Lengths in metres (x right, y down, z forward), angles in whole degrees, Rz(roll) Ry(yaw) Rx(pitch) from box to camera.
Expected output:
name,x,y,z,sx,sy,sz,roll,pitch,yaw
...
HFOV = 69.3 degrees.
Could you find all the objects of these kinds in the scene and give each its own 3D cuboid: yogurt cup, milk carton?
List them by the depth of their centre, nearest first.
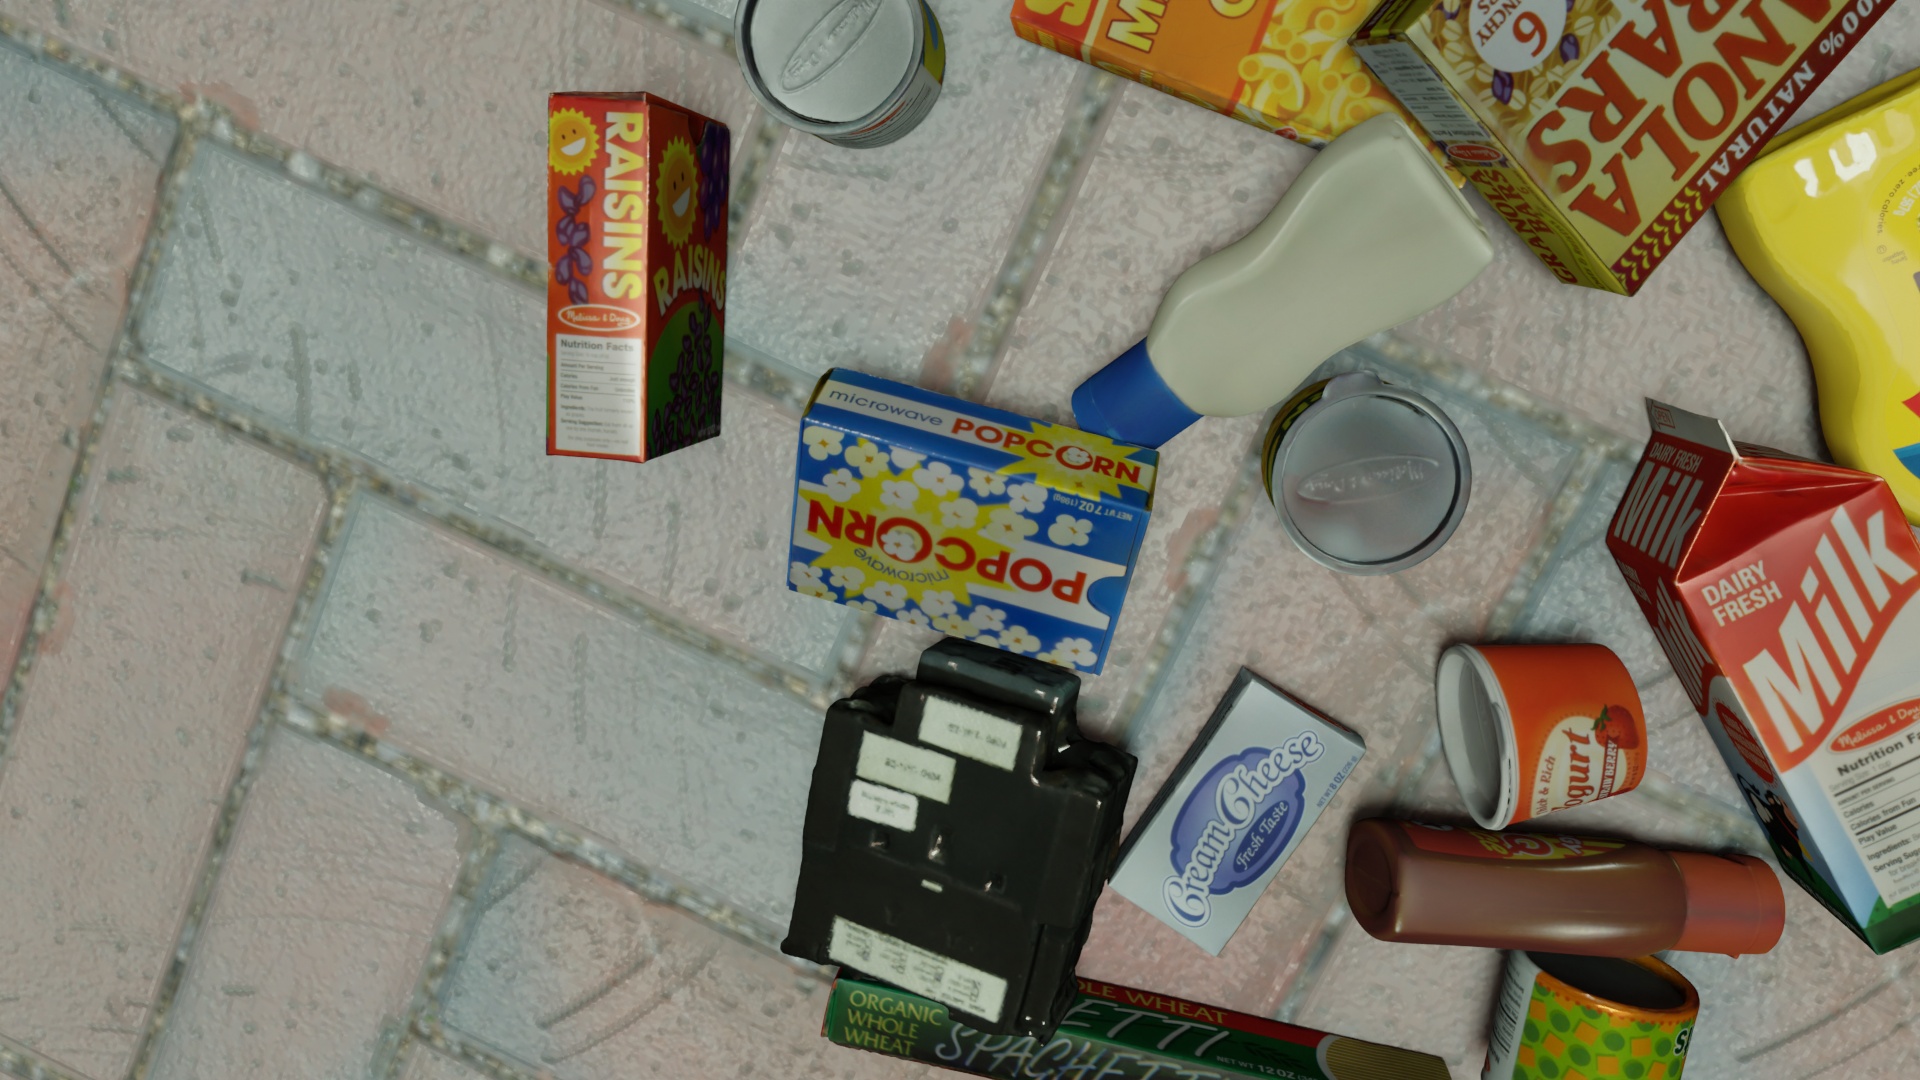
name,x,y,z,sx,sy,sz,roll,pitch,yaw
milk carton,0.294,0.036,0.484,0.073,0.072,0.190,-30,96,11
yogurt cup,0.211,0.068,0.505,0.054,0.072,0.072,-8,99,1

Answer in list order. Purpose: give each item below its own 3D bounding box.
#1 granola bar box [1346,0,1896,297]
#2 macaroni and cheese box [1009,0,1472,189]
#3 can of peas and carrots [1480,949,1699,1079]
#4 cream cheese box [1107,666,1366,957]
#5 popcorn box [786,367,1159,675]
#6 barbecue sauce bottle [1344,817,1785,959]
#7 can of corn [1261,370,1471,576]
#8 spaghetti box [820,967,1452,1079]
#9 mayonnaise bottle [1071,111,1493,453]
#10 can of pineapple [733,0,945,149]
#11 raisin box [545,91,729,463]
name,x,y,z,sx,sy,sz,roll,pitch,yaw
granola bar box,0.225,-0.181,0.442,0.124,0.039,0.165,39,95,-21
macaroni and cheese box,0.116,-0.208,0.481,0.166,0.040,0.123,21,101,3
can of peas and carrots,0.237,0.186,0.520,0.071,0.071,0.058,9,100,6
cream cheese box,0.106,0.106,0.544,0.053,0.024,0.103,32,102,2
popcorn box,0.002,-0.006,0.513,0.127,0.038,0.084,15,130,4
barbecue sauce bottle,0.224,0.131,0.516,0.149,0.065,0.043,5,89,-2
can of corn,0.143,-0.028,0.499,0.071,0.058,0.071,1,100,7
spaghetti box,0.070,0.203,0.552,0.250,0.050,0.028,11,99,5
mayonnaise bottle,0.105,-0.079,0.485,0.147,0.041,0.064,-35,111,29
can of pineapple,-0.042,-0.178,0.497,0.071,0.058,0.071,1,100,7
raisin box,-0.116,-0.095,0.507,0.040,0.086,0.123,5,100,8
